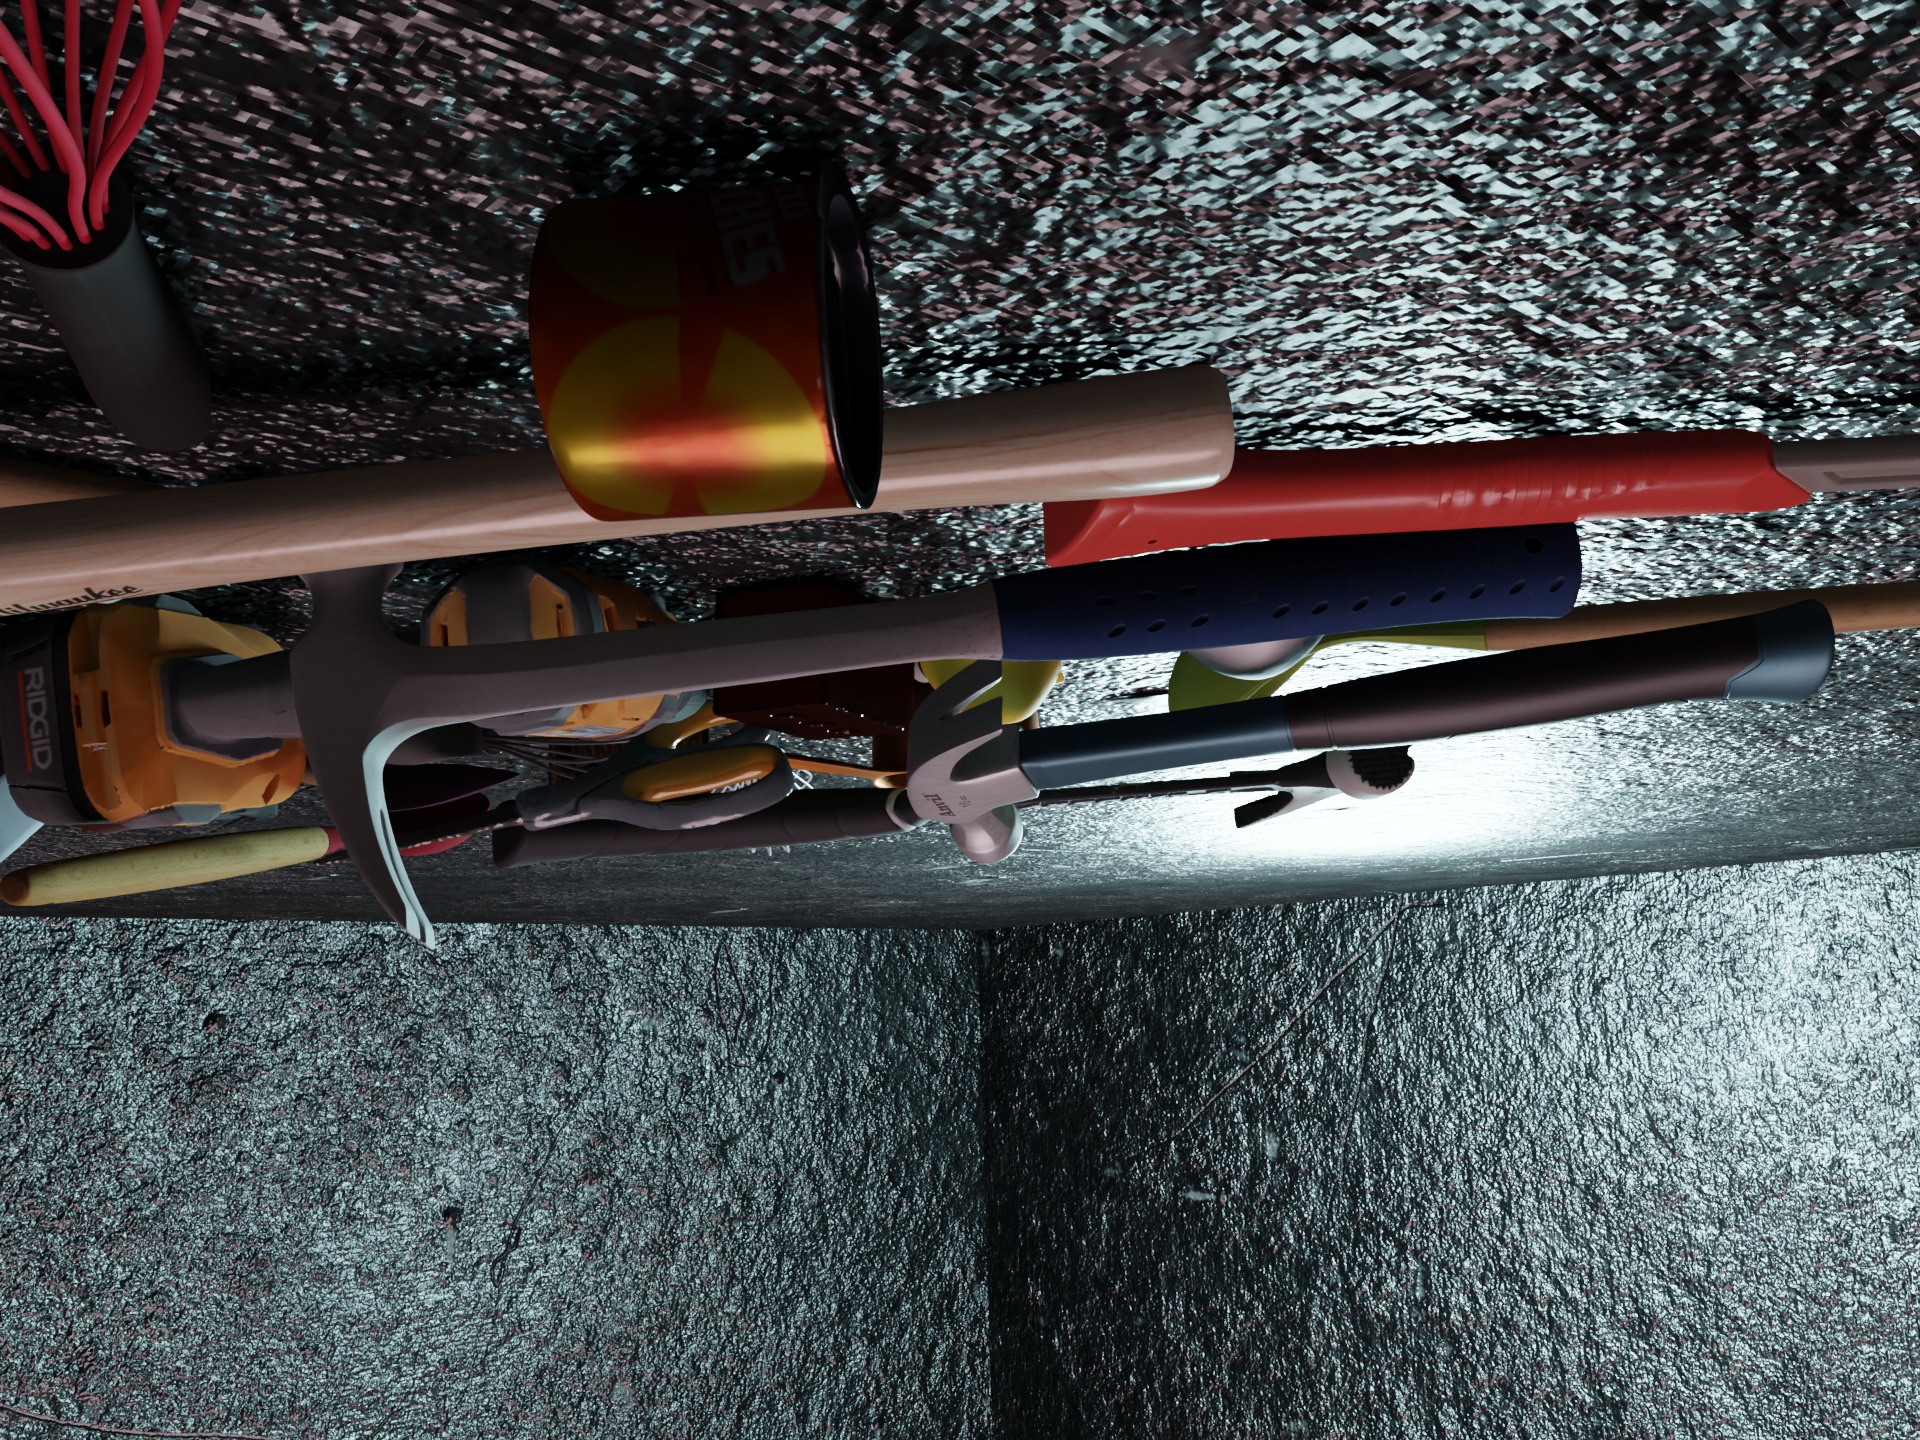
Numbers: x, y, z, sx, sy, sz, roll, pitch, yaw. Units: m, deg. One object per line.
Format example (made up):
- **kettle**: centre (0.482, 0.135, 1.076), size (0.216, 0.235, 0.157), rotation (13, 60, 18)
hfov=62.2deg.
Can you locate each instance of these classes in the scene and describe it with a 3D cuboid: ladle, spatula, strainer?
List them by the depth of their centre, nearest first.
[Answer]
- **ladle**: centre (0.231, -0.023, 0.611), size (0.320, 0.062, 0.078), rotation (-3, -171, 29)
- **strainer**: centre (0.062, -0.034, 0.648), size (0.258, 0.050, 0.086), rotation (-7, 177, 44)
- **ladle**: centre (-0.286, 0.053, 0.673), size (0.069, 0.031, 0.315), rotation (0, -179, 8)
- **spatula**: centre (-0.292, 0.028, 0.772), size (0.059, 0.018, 0.316), rotation (-20, -168, -33)

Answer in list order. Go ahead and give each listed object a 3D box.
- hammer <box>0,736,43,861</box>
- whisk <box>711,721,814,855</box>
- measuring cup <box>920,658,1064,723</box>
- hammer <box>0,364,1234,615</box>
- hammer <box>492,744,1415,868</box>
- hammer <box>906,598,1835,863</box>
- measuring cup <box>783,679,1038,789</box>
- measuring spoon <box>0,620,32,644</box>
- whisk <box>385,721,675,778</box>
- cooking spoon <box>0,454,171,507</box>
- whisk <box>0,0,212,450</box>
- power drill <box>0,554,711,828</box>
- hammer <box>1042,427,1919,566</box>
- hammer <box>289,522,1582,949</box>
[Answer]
- **hammer**: centre (-0.567, 0.032, 0.732), size (0.386, 0.143, 0.038), rotation (-1, 126, 20)
- **whisk**: centre (-0.115, 0.023, 0.903), size (0.070, 0.070, 0.284), rotation (-1, 165, -6)
- **measuring cup**: centre (-0.001, -0.002, 0.689), size (0.062, 0.029, 0.156), rotation (32, 152, 2)
- **hammer**: centre (-0.136, -0.053, 0.397), size (0.410, 0.038, 0.146), rotation (-7, -177, -1)
- **hammer**: centre (-0.008, 0.039, 0.742), size (0.409, 0.036, 0.149), rotation (-3, 170, -11)
- **hammer**: centre (0.136, -0.001, 0.586), size (0.331, 0.033, 0.128), rotation (-9, 152, 17)
- **measuring cup**: centre (-0.038, 0.002, 0.797), size (0.173, 0.052, 0.095), rotation (7, 166, -33)
- **measuring spoon**: centre (-0.365, -0.029, 0.685), size (0.034, 0.018, 0.124), rotation (-4, 176, 13)
- **whisk**: centre (-0.243, 0.010, 0.823), size (0.239, 0.055, 0.055), rotation (-3, 170, 28)
- **cooking spoon**: centre (-0.362, -0.079, 0.385), size (0.318, 0.017, 0.069), rotation (7, 176, -40)
- **whisk**: centre (-0.149, -0.091, 0.256), size (0.073, 0.073, 0.296), rotation (2, 174, -18)
- **power drill**: centre (-0.214, -0.012, 0.618), size (0.226, 0.084, 0.185), rotation (-8, 177, 8)
- **hammer**: centre (0.204, -0.071, 0.475), size (0.359, 0.037, 0.149), rotation (-3, 170, 4)
- **hammer**: centre (0.001, -0.025, 0.503), size (0.405, 0.144, 0.035), rotation (-7, 164, -8)
